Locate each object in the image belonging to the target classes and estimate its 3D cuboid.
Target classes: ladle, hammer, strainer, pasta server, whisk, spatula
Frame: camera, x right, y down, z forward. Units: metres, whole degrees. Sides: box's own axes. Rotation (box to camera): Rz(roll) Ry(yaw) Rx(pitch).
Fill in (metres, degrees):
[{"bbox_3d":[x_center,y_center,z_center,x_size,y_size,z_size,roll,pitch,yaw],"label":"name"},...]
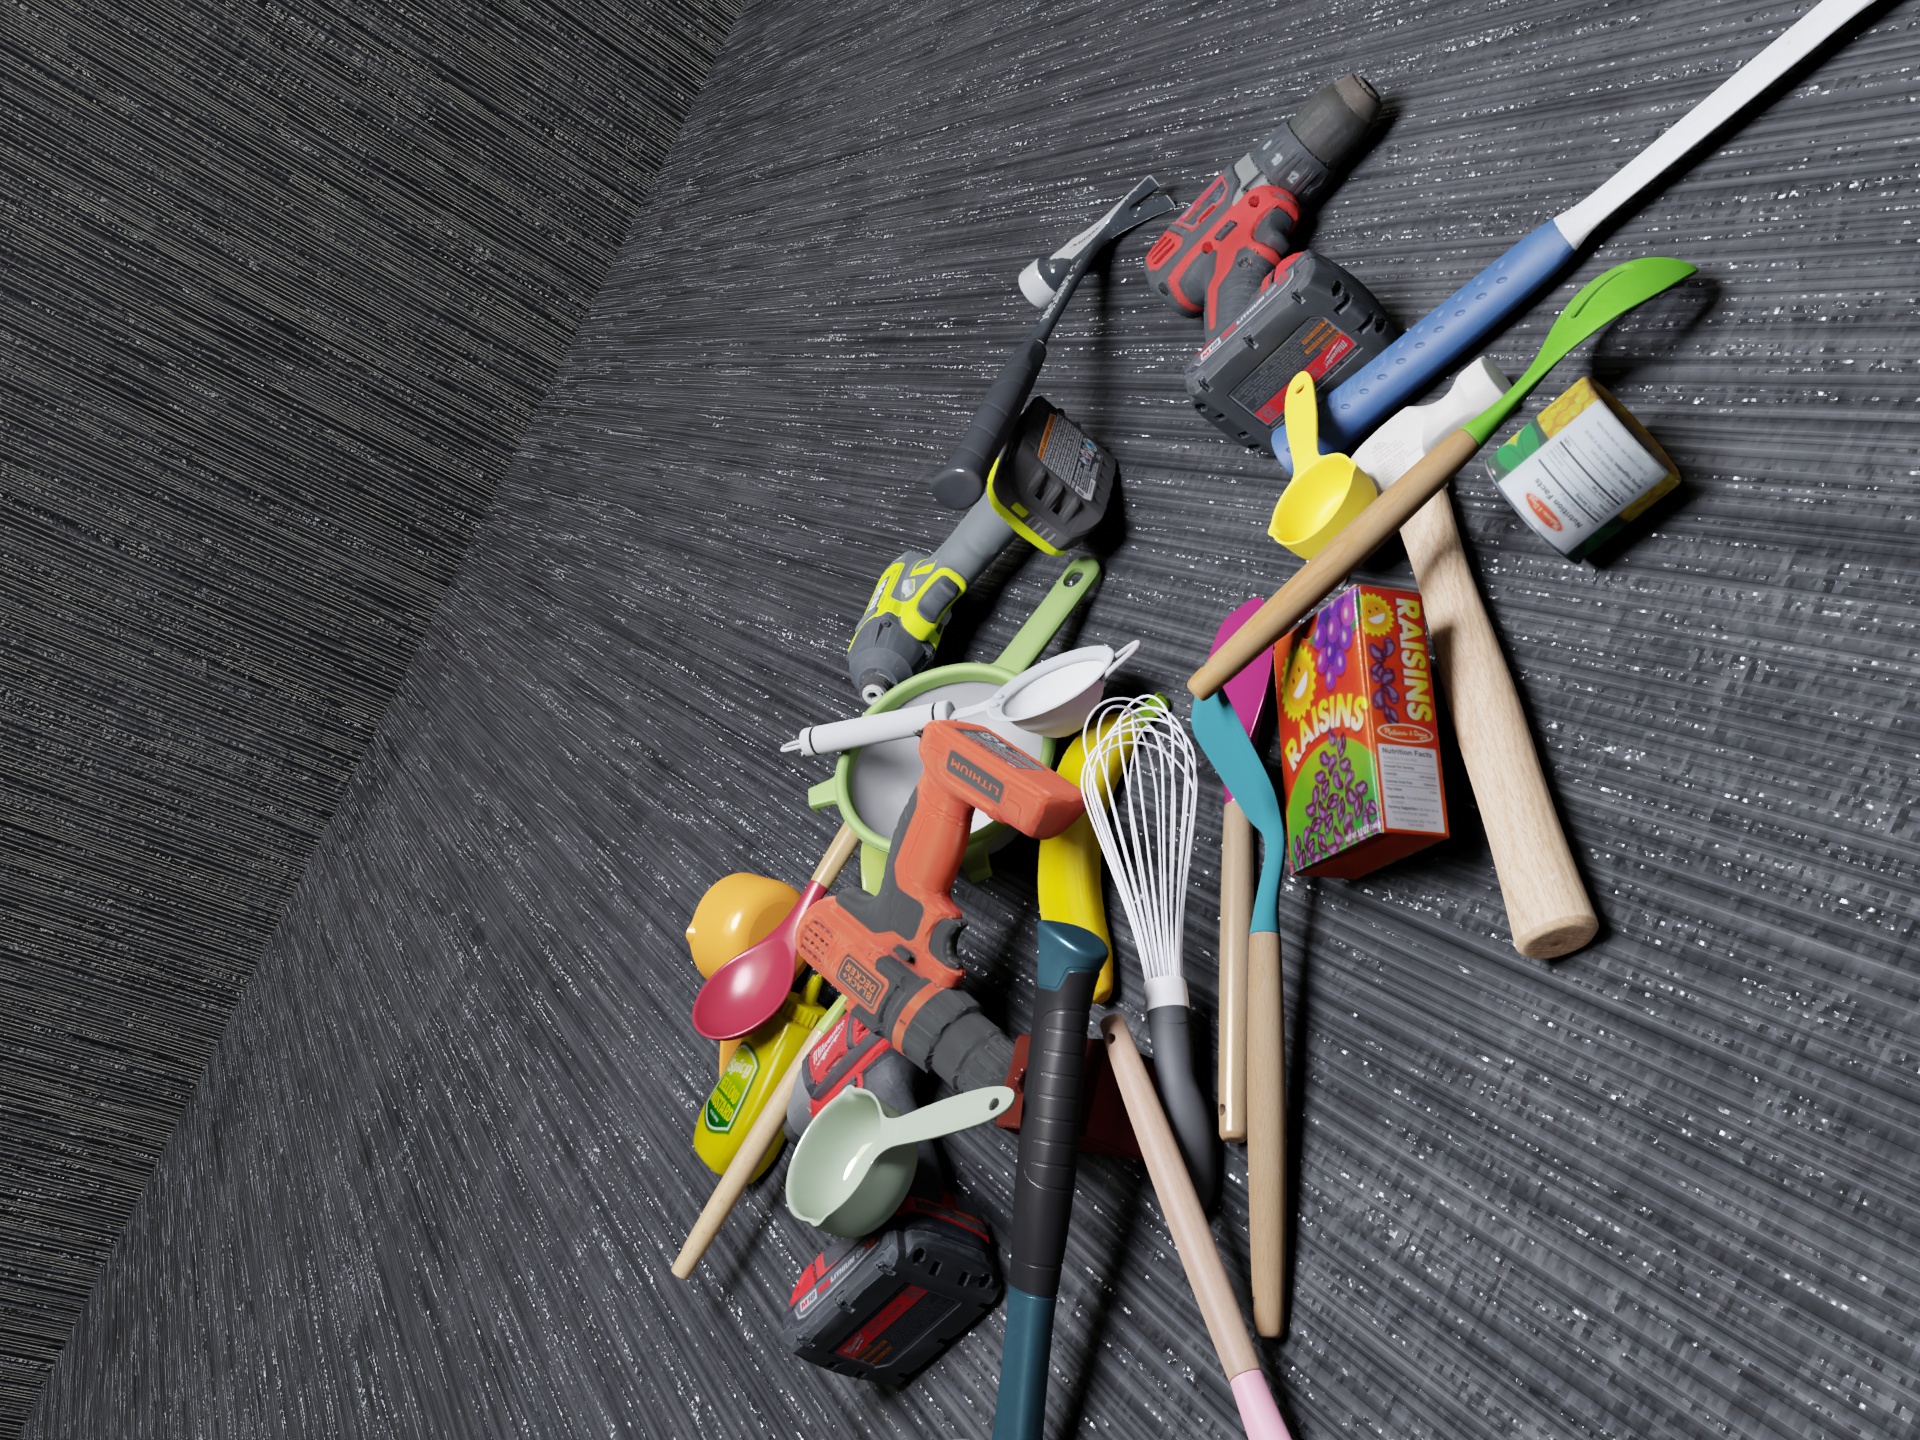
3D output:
[{"bbox_3d":[-0.116,0.226,1.070,0.320,0.062,0.078,-59,-8,-4],"label":"ladle"},{"bbox_3d":[-0.089,0.096,1.142,0.069,0.031,0.315,17,67,38],"label":"ladle"},{"bbox_3d":[0.038,0.265,0.780,0.128,0.033,0.331,-3,79,56],"label":"hammer"},{"bbox_3d":[0.057,-0.269,1.133,0.149,0.036,0.409,-31,23,37],"label":"hammer"},{"bbox_3d":[-0.002,-0.003,1.003,0.258,0.050,0.087,-11,23,24],"label":"strainer"},{"bbox_3d":[0.112,0.261,0.700,0.060,0.040,0.317,-39,45,21],"label":"pasta server"},{"bbox_3d":[0.103,0.114,0.835,0.070,0.070,0.285,-32,52,42],"label":"whisk"},{"bbox_3d":[0.137,0.130,0.773,0.082,0.044,0.318,87,-174,-67],"label":"spatula"},{"bbox_3d":[0.245,-0.032,0.774,0.130,0.031,0.332,-38,38,35],"label":"hammer"},{"bbox_3d":[0.325,-0.258,0.827,0.405,0.035,0.144,-40,37,34],"label":"hammer"},{"bbox_3d":[0.027,0.001,1.061,0.152,0.069,0.256,20,63,35],"label":"strainer"}]

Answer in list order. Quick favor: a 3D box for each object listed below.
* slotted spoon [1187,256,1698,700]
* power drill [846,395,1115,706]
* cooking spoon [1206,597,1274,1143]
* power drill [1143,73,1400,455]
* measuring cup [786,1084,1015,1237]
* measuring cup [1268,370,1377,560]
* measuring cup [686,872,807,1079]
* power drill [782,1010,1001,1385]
[{"bbox_3d":[0.229,-0.120,0.777,0.314,0.031,0.070,-43,1,3],"label":"slotted spoon"},{"bbox_3d":[0.005,-0.111,1.136,0.223,0.080,0.171,-44,16,31],"label":"power drill"},{"bbox_3d":[0.149,0.069,0.855,0.068,0.017,0.319,-39,36,50],"label":"cooking spoon"},{"bbox_3d":[0.206,-0.296,1.007,0.188,0.080,0.227,-42,33,31],"label":"power drill"},{"bbox_3d":[-0.024,0.225,0.837,0.167,0.038,0.083,-28,35,35],"label":"measuring cup"},{"bbox_3d":[0.200,-0.145,0.883,0.062,0.029,0.157,-40,27,35],"label":"measuring cup"},{"bbox_3d":[-0.152,0.201,1.175,0.052,0.095,0.173,1,88,44],"label":"measuring cup"},{"bbox_3d":[-0.055,0.271,0.957,0.143,0.078,0.220,-47,30,23],"label":"power drill"}]
